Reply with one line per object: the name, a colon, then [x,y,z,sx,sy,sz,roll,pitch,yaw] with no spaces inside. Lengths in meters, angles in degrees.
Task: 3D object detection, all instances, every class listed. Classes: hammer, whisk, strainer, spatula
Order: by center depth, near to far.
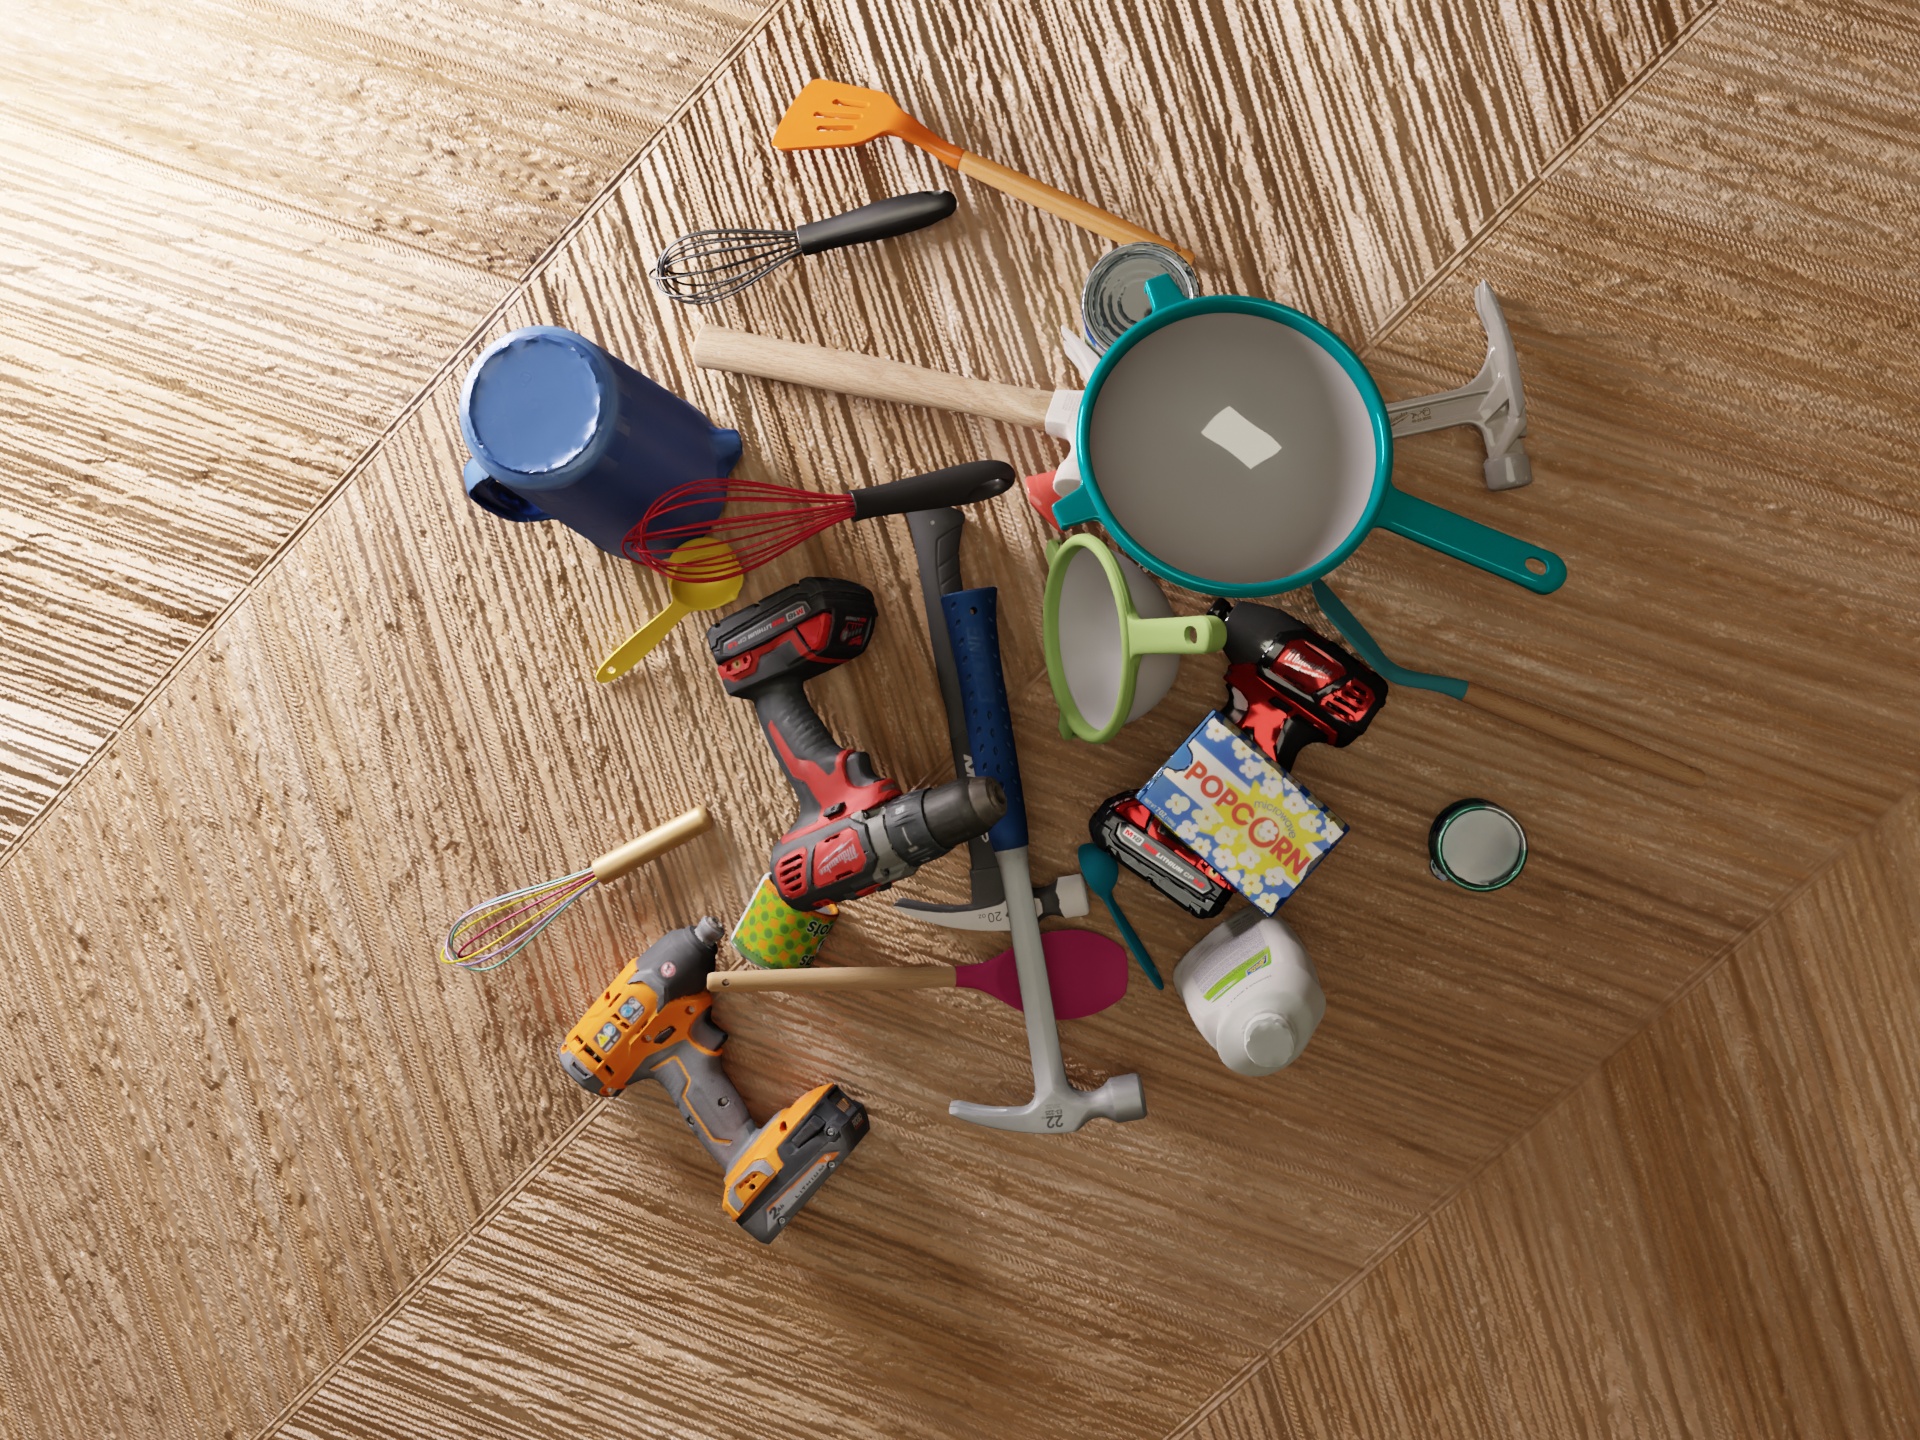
strainer: [0.238,-0.150,1.087,0.340,0.095,0.211,22,78,1]
strainer: [0.135,-0.059,1.099,0.069,0.256,0.151,-6,94,-20]
whisk: [-0.096,-0.150,1.139,0.295,0.073,0.073,-13,92,-18]
spatula: [0.393,-0.021,1.149,0.317,0.082,0.044,21,113,0]
hammer: [0.224,-0.208,1.155,0.359,0.036,0.149,-11,90,5]
hammer: [0.033,0.106,1.172,0.144,0.035,0.405,-10,91,1]
spatula: [0.021,-0.399,1.176,0.322,0.041,0.081,24,63,-2]
hammer: [-0.042,-0.252,1.180,0.331,0.031,0.130,14,67,13]
whisk: [-0.119,-0.361,1.194,0.239,0.055,0.055,-13,92,4]
hammer: [-0.002,-0.004,1.208,0.146,0.035,0.335,-10,92,7]
whisk: [-0.303,0.133,1.253,0.245,0.047,0.051,-28,89,5]

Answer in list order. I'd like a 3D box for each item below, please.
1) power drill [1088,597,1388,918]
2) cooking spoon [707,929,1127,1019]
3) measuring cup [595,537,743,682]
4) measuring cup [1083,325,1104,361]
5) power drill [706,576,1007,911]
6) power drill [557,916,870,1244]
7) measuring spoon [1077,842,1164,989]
power drill: [0.195,0.023,1.166,0.143,0.078,0.219,36,95,3]
cooking spoon: [-0.030,0.193,1.198,0.319,0.017,0.069,0,92,-8]
measuring cup: [-0.232,-0.085,1.234,0.156,0.062,0.029,-39,48,21]
measuring cup: [0.172,-0.288,1.163,0.167,0.038,0.083,1,94,9]
power drill: [-0.076,0.011,1.157,0.188,0.080,0.227,-23,79,25]
power drill: [-0.181,0.270,1.229,0.226,0.084,0.164,41,97,7]
measuring spoon: [0.128,0.146,1.201,0.021,0.042,0.128,-27,98,21]
